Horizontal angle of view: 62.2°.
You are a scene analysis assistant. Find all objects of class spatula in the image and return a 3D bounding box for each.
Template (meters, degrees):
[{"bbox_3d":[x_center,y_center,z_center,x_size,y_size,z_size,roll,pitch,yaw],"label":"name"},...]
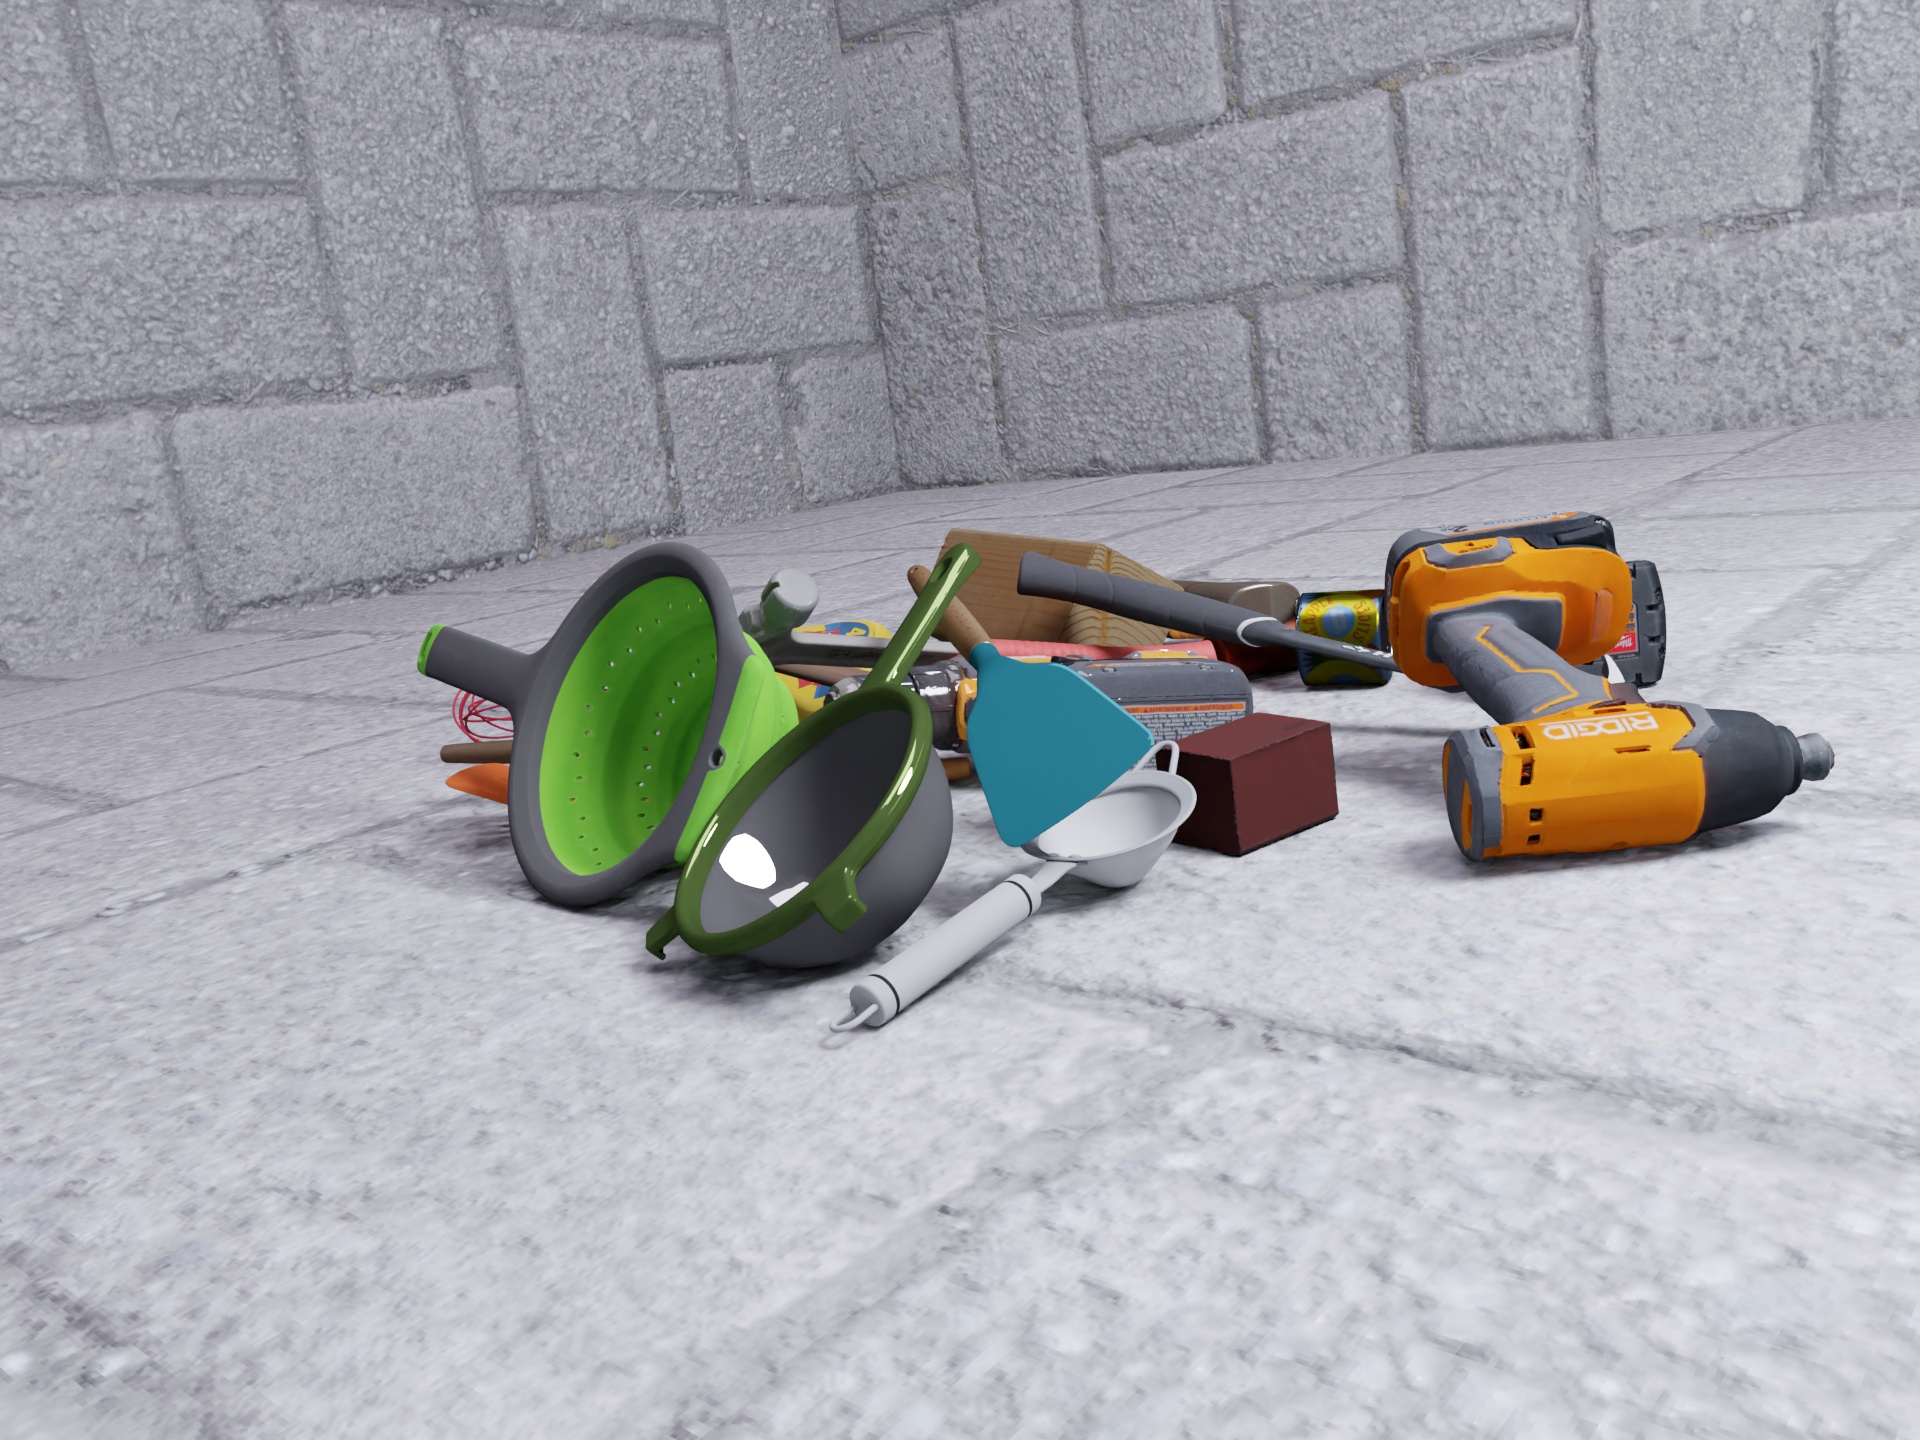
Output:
[{"bbox_3d":[0.011,-0.032,0.842,0.082,0.044,0.318,-37,23,2],"label":"spatula"},{"bbox_3d":[-0.155,0.036,0.999,0.322,0.041,0.081,-6,7,4],"label":"spatula"},{"bbox_3d":[-0.212,0.018,1.039,0.316,0.018,0.059,-2,-9,23],"label":"spatula"}]

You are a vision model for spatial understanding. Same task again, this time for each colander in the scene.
[{"bbox_3d":[-0.209,-0.003,0.945,0.094,0.204,0.397,23,-5,-41],"label":"colander"}]

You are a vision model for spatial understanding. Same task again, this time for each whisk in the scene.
[{"bbox_3d":[-0.273,-0.022,1.313,0.295,0.073,0.073,-10,11,-35],"label":"whisk"}]

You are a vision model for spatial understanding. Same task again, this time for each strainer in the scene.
[{"bbox_3d":[0.030,0.076,0.703,0.087,0.050,0.258,0,19,41],"label":"strainer"},{"bbox_3d":[-0.033,0.022,0.749,0.151,0.069,0.256,-16,35,46],"label":"strainer"}]

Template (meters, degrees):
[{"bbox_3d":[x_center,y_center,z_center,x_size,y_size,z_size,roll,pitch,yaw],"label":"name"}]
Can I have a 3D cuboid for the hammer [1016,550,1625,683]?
[{"bbox_3d":[0.208,-0.054,0.997,0.409,0.036,0.149,17,21,32],"label":"hammer"}]

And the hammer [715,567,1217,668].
[{"bbox_3d":[0.016,-0.035,1.058,0.359,0.037,0.149,2,-32,-27],"label":"hammer"}]

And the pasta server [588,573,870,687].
[{"bbox_3d":[-0.107,-0.043,1.108,0.316,0.040,0.060,14,33,5],"label":"pasta server"}]

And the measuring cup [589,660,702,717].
[{"bbox_3d":[-0.217,-0.019,1.126,0.167,0.083,0.038,4,45,-36],"label":"measuring cup"}]

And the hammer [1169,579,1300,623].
[{"bbox_3d":[0.145,-0.105,1.301,0.146,0.038,0.411,-11,11,-25],"label":"hammer"}]

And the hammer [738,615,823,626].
[{"bbox_3d":[-0.096,-0.061,1.378,0.128,0.033,0.331,4,6,-41],"label":"hammer"}]

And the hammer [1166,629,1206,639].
[{"bbox_3d":[0.207,-0.079,1.324,0.337,0.034,0.127,-2,13,25],"label":"hammer"}]

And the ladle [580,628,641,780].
[{"bbox_3d":[-0.256,-0.015,1.187,0.062,0.078,0.320,-49,16,25],"label":"ladle"}]

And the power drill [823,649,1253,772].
[{"bbox_3d":[0.038,-0.002,0.916,0.185,0.084,0.226,-2,7,-24],"label":"power drill"}]

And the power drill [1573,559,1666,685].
[{"bbox_3d":[0.390,-0.072,1.094,0.143,0.078,0.220,-7,9,1],"label":"power drill"}]

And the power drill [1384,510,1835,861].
[{"bbox_3d":[0.303,-0.019,0.776,0.164,0.084,0.227,-6,33,5],"label":"power drill"}]
